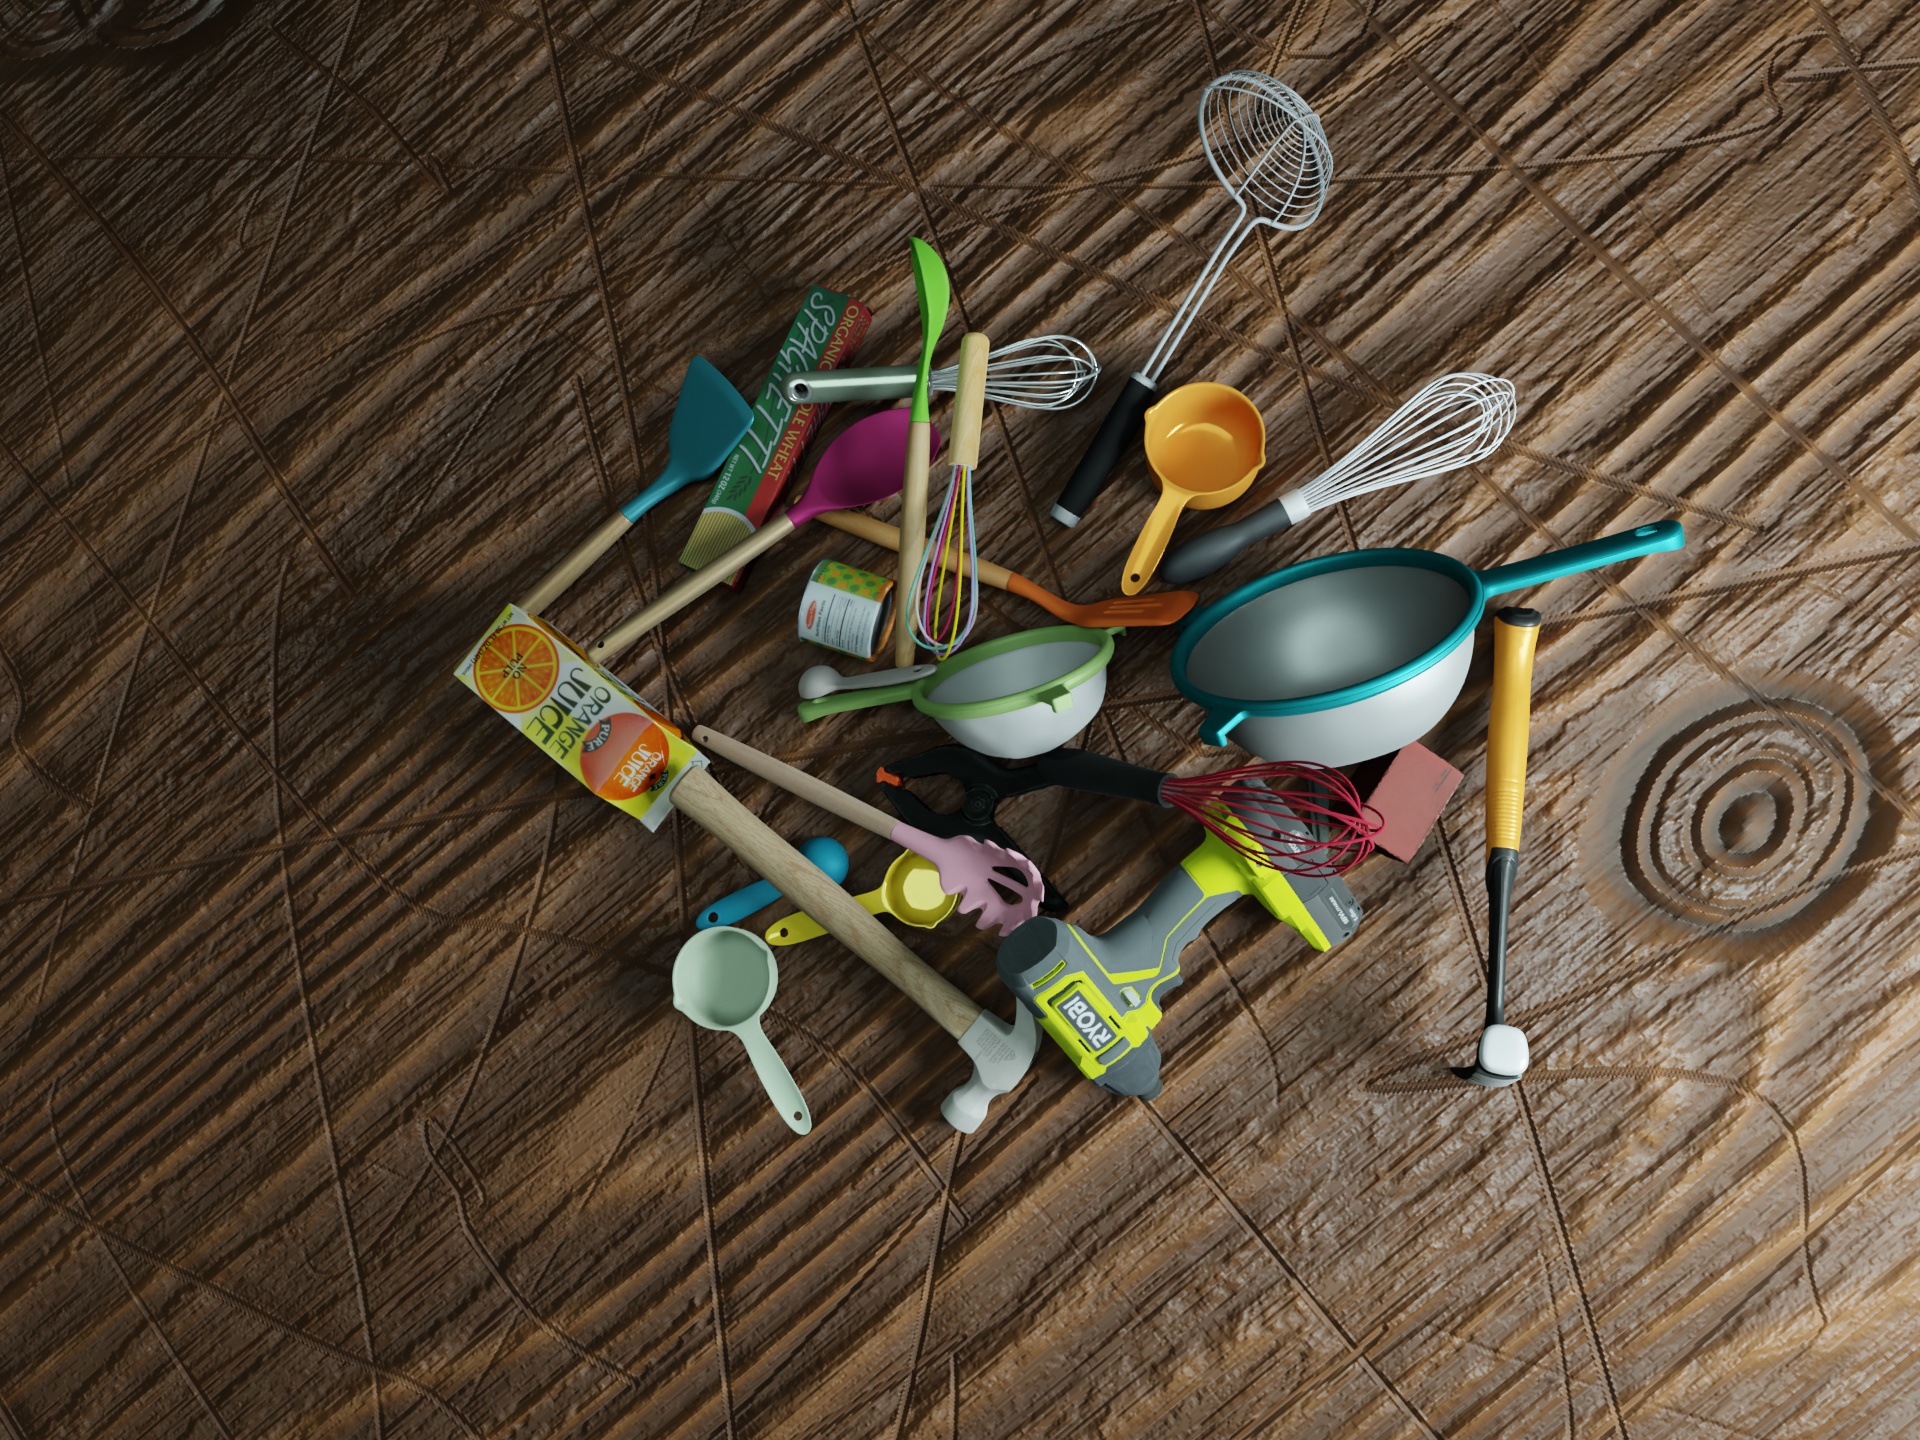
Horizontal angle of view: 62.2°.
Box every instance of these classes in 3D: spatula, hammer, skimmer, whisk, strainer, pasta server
[{"bbox_3d":[0.018,-0.122,1.201,0.323,0.081,0.041,22,117,15],"label":"spatula"},{"bbox_3d":[-0.079,0.147,1.161,0.331,0.031,0.130,39,104,7],"label":"hammer"},{"bbox_3d":[0.161,-0.314,1.206,0.127,0.090,0.363,26,100,-26],"label":"skimmer"},{"bbox_3d":[-0.004,-0.165,1.168,0.051,0.047,0.245,5,83,11],"label":"whisk"},{"bbox_3d":[-0.002,-0.004,1.173,0.256,0.151,0.069,-10,110,26],"label":"strainer"},{"bbox_3d":[0.377,0.083,1.105,0.034,0.127,0.337,6,74,11],"label":"hammer"},{"bbox_3d":[-0.289,-0.148,1.254,0.317,0.044,0.082,-43,68,3],"label":"spatula"},{"bbox_3d":[0.275,-0.172,1.168,0.284,0.070,0.070,-28,79,10],"label":"whisk"},{"bbox_3d":[-0.073,0.070,1.171,0.316,0.040,0.060,25,99,21],"label":"pasta server"},{"bbox_3d":[0.317,-0.046,1.072,0.340,0.211,0.095,-16,116,10],"label":"strainer"},{"bbox_3d":[-0.016,-0.261,1.214,0.246,0.059,0.057,-3,119,3],"label":"whisk"},{"bbox_3d":[0.152,0.049,1.045,0.296,0.073,0.073,12,83,50],"label":"whisk"}]

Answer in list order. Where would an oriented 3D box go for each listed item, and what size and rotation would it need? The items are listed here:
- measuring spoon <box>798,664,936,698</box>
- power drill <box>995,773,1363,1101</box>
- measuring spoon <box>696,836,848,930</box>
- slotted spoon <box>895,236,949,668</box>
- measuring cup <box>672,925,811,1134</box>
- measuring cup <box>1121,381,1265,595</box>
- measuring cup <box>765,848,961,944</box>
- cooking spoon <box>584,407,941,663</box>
[{"bbox_3d":[-0.072,-0.036,1.189,0.124,0.034,0.018,-6,119,32],"label":"measuring spoon"},{"bbox_3d":[0.157,0.158,1.105,0.223,0.080,0.171,-38,118,2],"label":"power drill"},{"bbox_3d":[-0.145,0.128,1.205,0.128,0.021,0.042,-27,79,3],"label":"measuring spoon"},{"bbox_3d":[-0.032,-0.194,1.173,0.031,0.070,0.313,3,98,-5],"label":"slotted spoon"},{"bbox_3d":[-0.152,0.231,1.186,0.083,0.038,0.168,-31,81,4],"label":"measuring cup"},{"bbox_3d":[0.161,-0.164,1.177,0.095,0.052,0.173,26,84,11],"label":"measuring cup"},{"bbox_3d":[-0.072,0.140,1.194,0.156,0.029,0.062,-19,79,13],"label":"measuring cup"},{"bbox_3d":[-0.152,-0.139,1.216,0.319,0.017,0.069,-35,74,-6],"label":"cooking spoon"}]
